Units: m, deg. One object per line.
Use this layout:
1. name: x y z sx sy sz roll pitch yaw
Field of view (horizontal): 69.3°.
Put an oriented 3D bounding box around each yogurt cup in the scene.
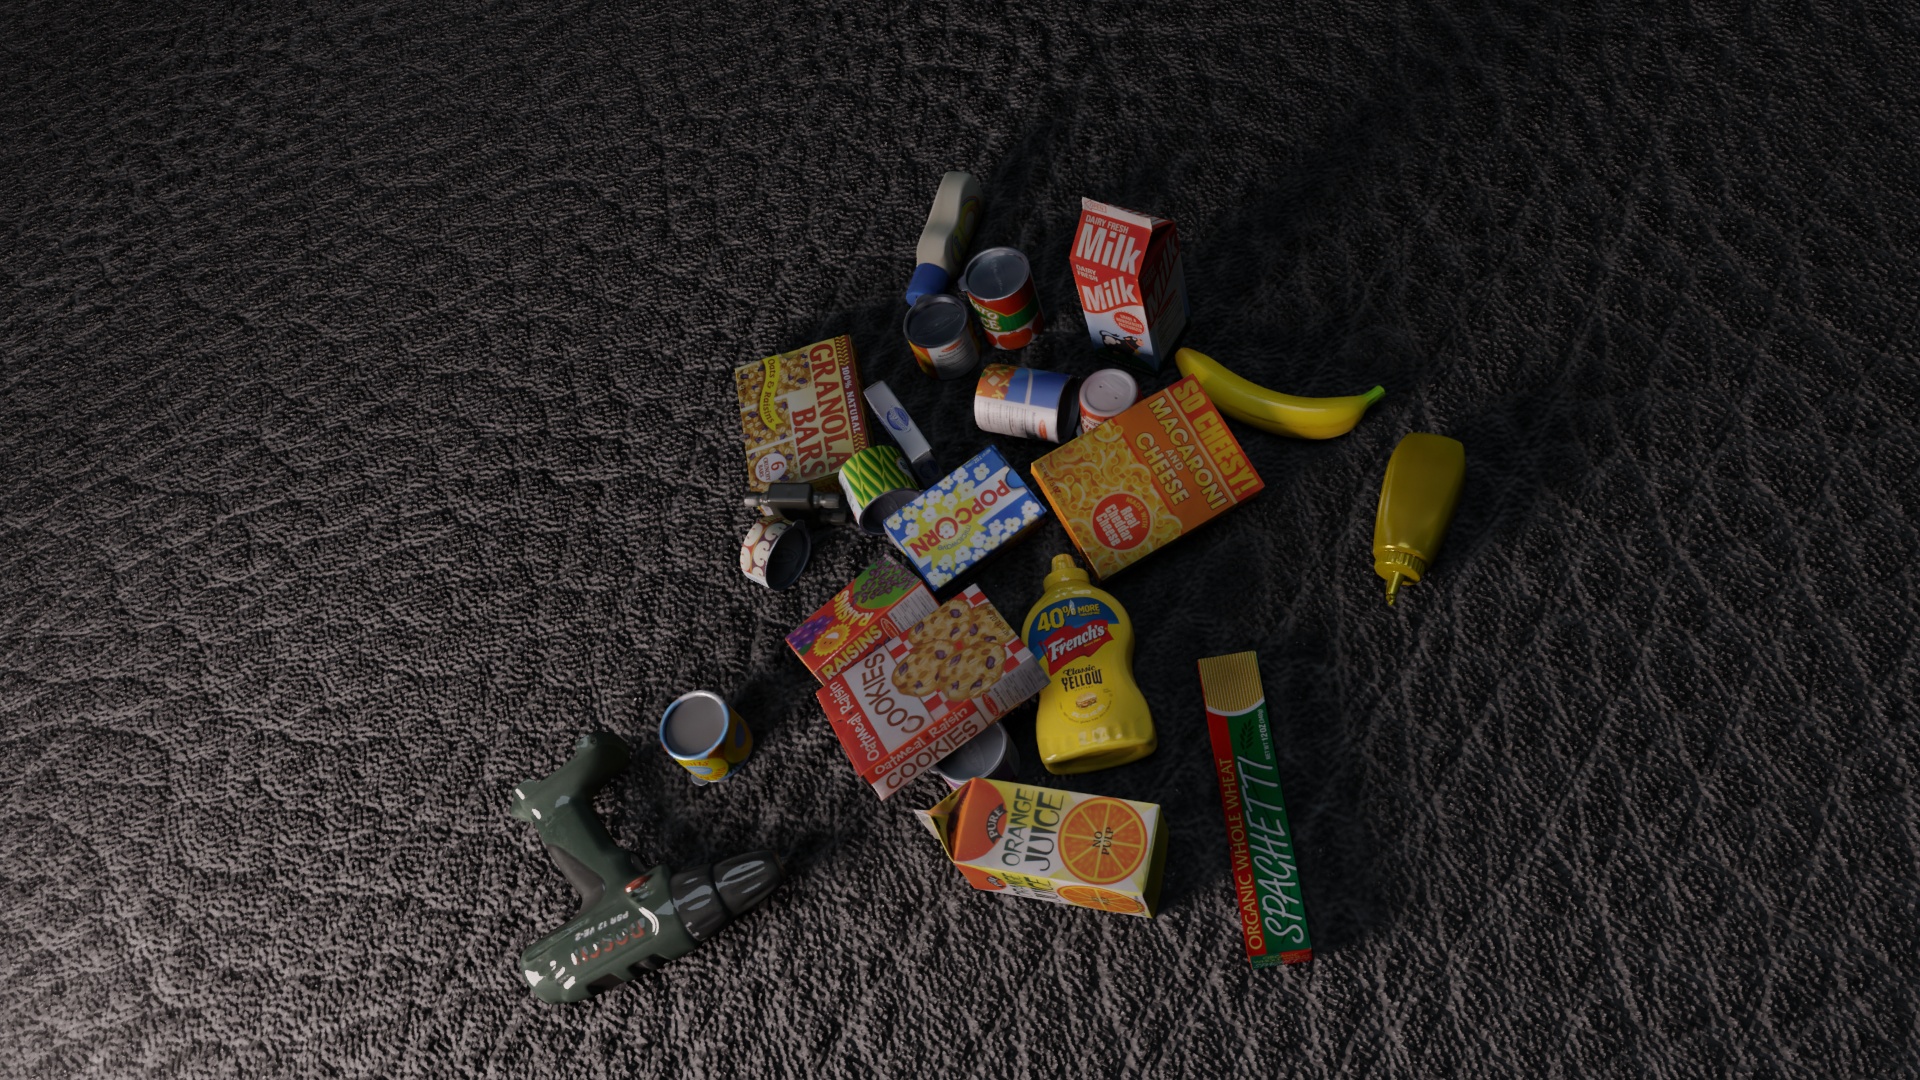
1. yogurt cup: 0.141 -0.123 1.294 0.072 0.053 0.073 -6 59 11

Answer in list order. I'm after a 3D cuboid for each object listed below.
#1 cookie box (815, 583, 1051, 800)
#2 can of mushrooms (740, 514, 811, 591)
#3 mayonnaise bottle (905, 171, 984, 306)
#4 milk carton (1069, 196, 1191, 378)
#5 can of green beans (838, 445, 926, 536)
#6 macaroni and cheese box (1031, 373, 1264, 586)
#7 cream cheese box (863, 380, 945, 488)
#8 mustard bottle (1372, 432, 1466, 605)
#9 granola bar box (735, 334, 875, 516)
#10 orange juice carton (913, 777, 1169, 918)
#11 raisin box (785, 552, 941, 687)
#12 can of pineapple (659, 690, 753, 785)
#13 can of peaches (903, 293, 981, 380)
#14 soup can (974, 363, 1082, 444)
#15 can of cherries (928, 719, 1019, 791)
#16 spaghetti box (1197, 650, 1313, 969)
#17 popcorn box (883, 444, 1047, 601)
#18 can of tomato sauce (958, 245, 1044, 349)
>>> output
1. cookie box: -0.026 0.121 1.146 0.167 0.040 0.123 -34 35 -5
2. can of mushrooms: -0.171 0.009 1.296 0.033 0.070 0.071 22 69 27
3. mayonnaise bottle: -0.017 -0.307 1.440 0.041 0.064 0.148 10 68 23
4. milk carton: 0.156 -0.241 1.277 0.072 0.189 0.074 24 70 26
5. can of green beans: -0.074 -0.047 1.303 0.071 0.071 0.058 -27 57 -1
6. macaroni and cheese box: 0.165 -0.054 1.235 0.166 0.040 0.124 -29 79 -3
7. cream cheese box: -0.053 -0.102 1.336 0.024 0.053 0.104 -33 58 -2
8. mustard bottle: 0.379 -0.014 1.170 0.065 0.048 0.161 15 67 23
9. granola bar box: -0.153 -0.117 1.380 0.124 0.039 0.166 -16 58 6
10. orange juice carton: 0.061 0.239 1.098 0.193 0.071 0.073 5 62 18
11. raisin box: -0.087 0.074 1.234 0.123 0.040 0.086 -40 30 -9
12. can of pineapple: -0.224 0.174 1.222 0.071 0.057 0.071 -7 60 12
13. can of peaches: -0.018 -0.203 1.381 0.071 0.058 0.071 -7 59 12
14. soup can: 0.065 -0.132 1.314 0.084 0.071 0.071 12 65 22
15. can of cherries: 0.010 0.179 1.155 0.071 0.058 0.072 -6 61 11
16. spaghetti box: 0.231 0.206 1.096 0.050 0.028 0.251 -10 59 10
17. popcorn box: 0.005 -0.016 1.269 0.127 0.038 0.085 -36 71 -6
18. can of tomato sauce: 0.042 -0.237 1.369 0.071 0.082 0.071 -7 60 12
